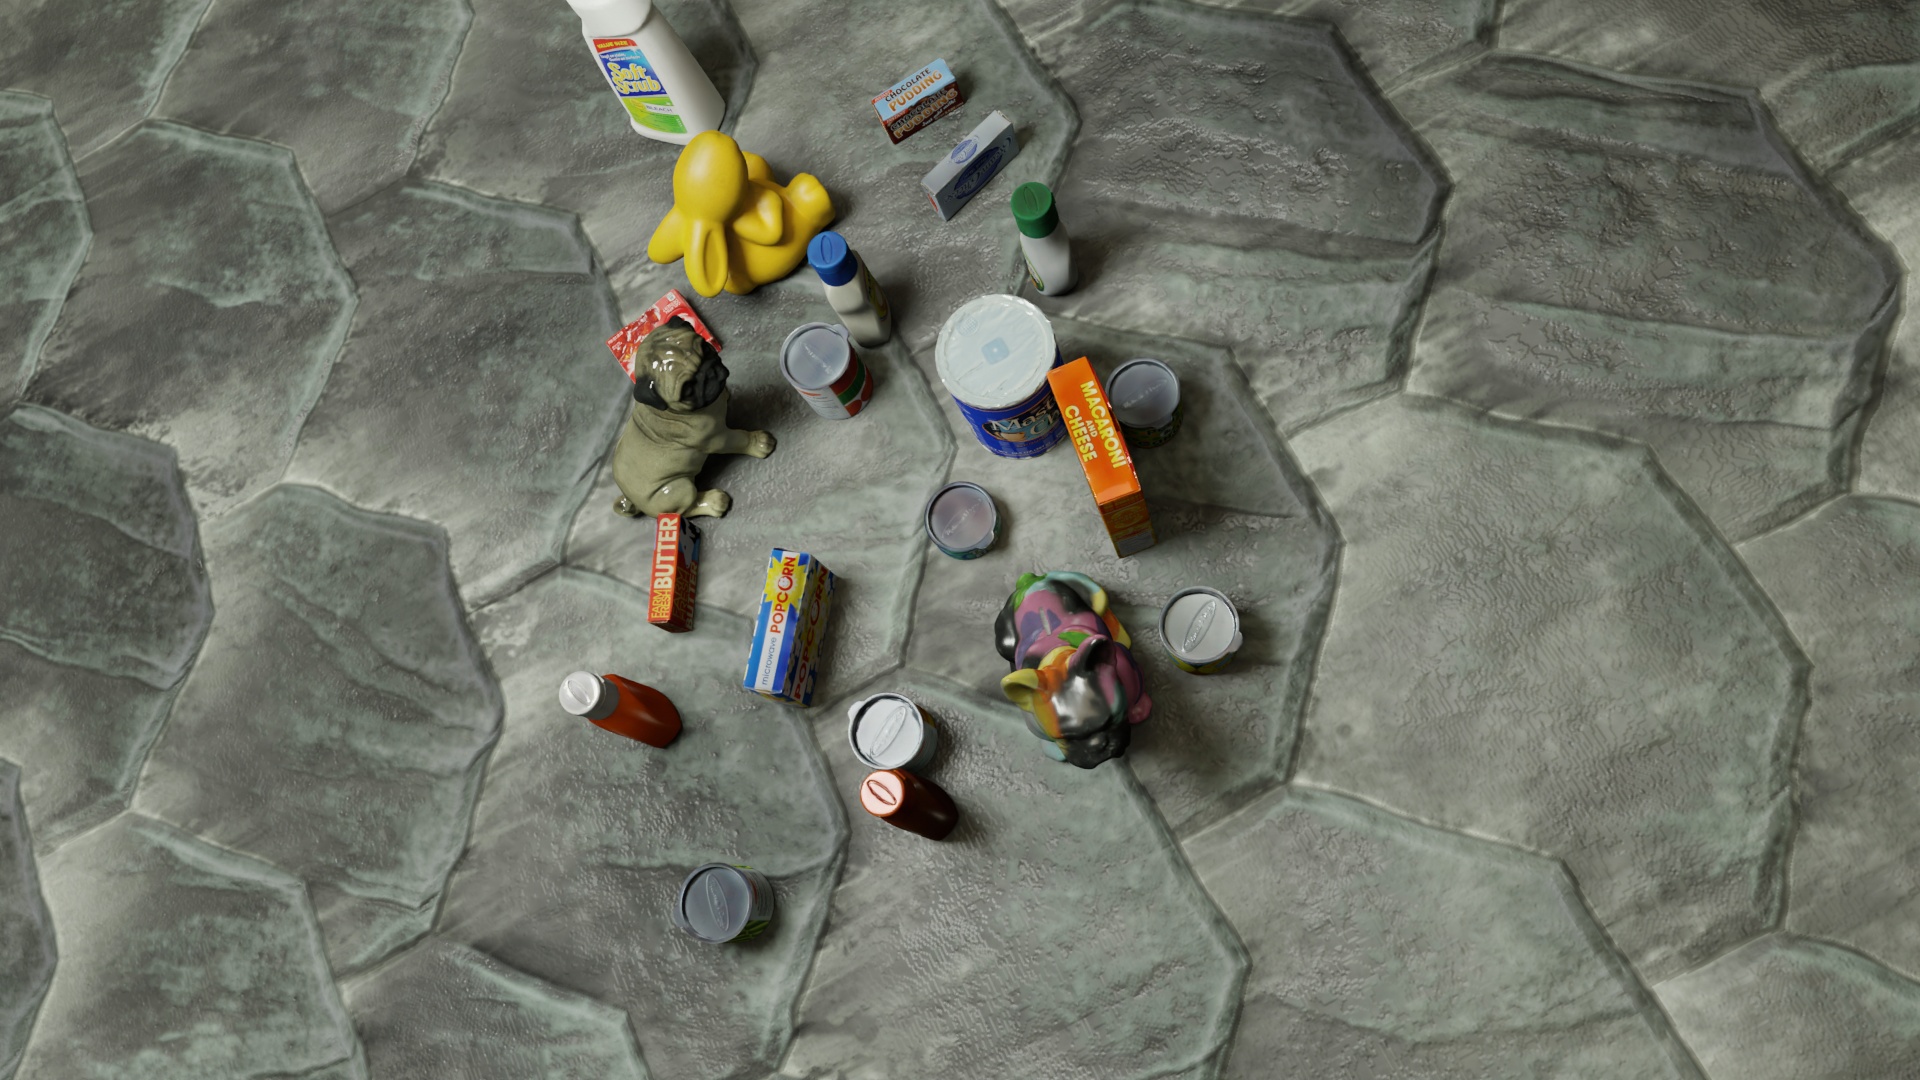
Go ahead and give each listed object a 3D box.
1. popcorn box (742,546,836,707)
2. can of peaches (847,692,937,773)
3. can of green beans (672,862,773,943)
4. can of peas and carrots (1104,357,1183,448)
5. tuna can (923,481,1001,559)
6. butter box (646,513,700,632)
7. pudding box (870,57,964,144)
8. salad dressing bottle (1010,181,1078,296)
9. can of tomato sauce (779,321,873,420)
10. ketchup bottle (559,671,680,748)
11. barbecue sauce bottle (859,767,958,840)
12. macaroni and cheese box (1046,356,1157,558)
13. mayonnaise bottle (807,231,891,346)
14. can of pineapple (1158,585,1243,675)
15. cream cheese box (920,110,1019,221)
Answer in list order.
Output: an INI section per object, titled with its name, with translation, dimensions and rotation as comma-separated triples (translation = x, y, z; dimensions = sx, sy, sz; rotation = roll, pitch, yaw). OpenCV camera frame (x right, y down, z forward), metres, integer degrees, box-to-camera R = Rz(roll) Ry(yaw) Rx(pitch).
[popcorn box]
translation = -0.149, 0.078, 1.225
dimensions = 0.038, 0.085, 0.127
rotation = 7, 76, 14
[can of peaches]
translation = -0.059, 0.166, 1.195
dimensions = 0.071, 0.058, 0.071
rotation = -3, 74, 11
[can of green beans]
translation = -0.199, 0.309, 1.183
dimensions = 0.071, 0.057, 0.071
rotation = -3, 74, 11
[can of peas and carrots]
translation = 0.165, -0.119, 1.231
dimensions = 0.071, 0.058, 0.071
rotation = -3, 74, 11
[tuna can]
translation = 0.004, -0.016, 1.248
dimensions = 0.071, 0.032, 0.071
rotation = -3, 74, 11
[butter box]
translation = -0.264, 0.031, 1.280
dimensions = 0.024, 0.053, 0.104
rotation = -1, 74, 12
[pudding box]
translation = -0.042, -0.433, 1.370
dimensions = 0.084, 0.049, 0.030
rotation = -30, 71, 2
[salad dressing bottle]
translation = 0.075, -0.270, 1.246
dimensions = 0.044, 0.147, 0.064
rotation = -19, 72, 6
[can of tomato sauce]
translation = -0.122, -0.158, 1.289
dimensions = 0.071, 0.083, 0.071
rotation = -3, 74, 11
[ketchup bottle]
translation = -0.296, 0.142, 1.204
dimensions = 0.065, 0.148, 0.043
rotation = 42, 87, 19
[barbecue sauce bottle]
translation = -0.045, 0.212, 1.131
dimensions = 0.065, 0.148, 0.044
rotation = 37, 85, 19
[macaroni and cheese box]
translation = 0.121, -0.067, 1.168
dimensions = 0.040, 0.166, 0.124
rotation = -22, 71, 6
[mayonnaise bottle]
translation = -0.101, -0.233, 1.272
dimensions = 0.041, 0.148, 0.065
rotation = -11, 73, 9
[can of pineapple]
translation = 0.202, 0.078, 1.166
dimensions = 0.071, 0.057, 0.071
rotation = -3, 74, 11
[cream cheese box]
translation = 0.010, -0.360, 1.336
dimensions = 0.104, 0.053, 0.024
rotation = -44, 71, -3
